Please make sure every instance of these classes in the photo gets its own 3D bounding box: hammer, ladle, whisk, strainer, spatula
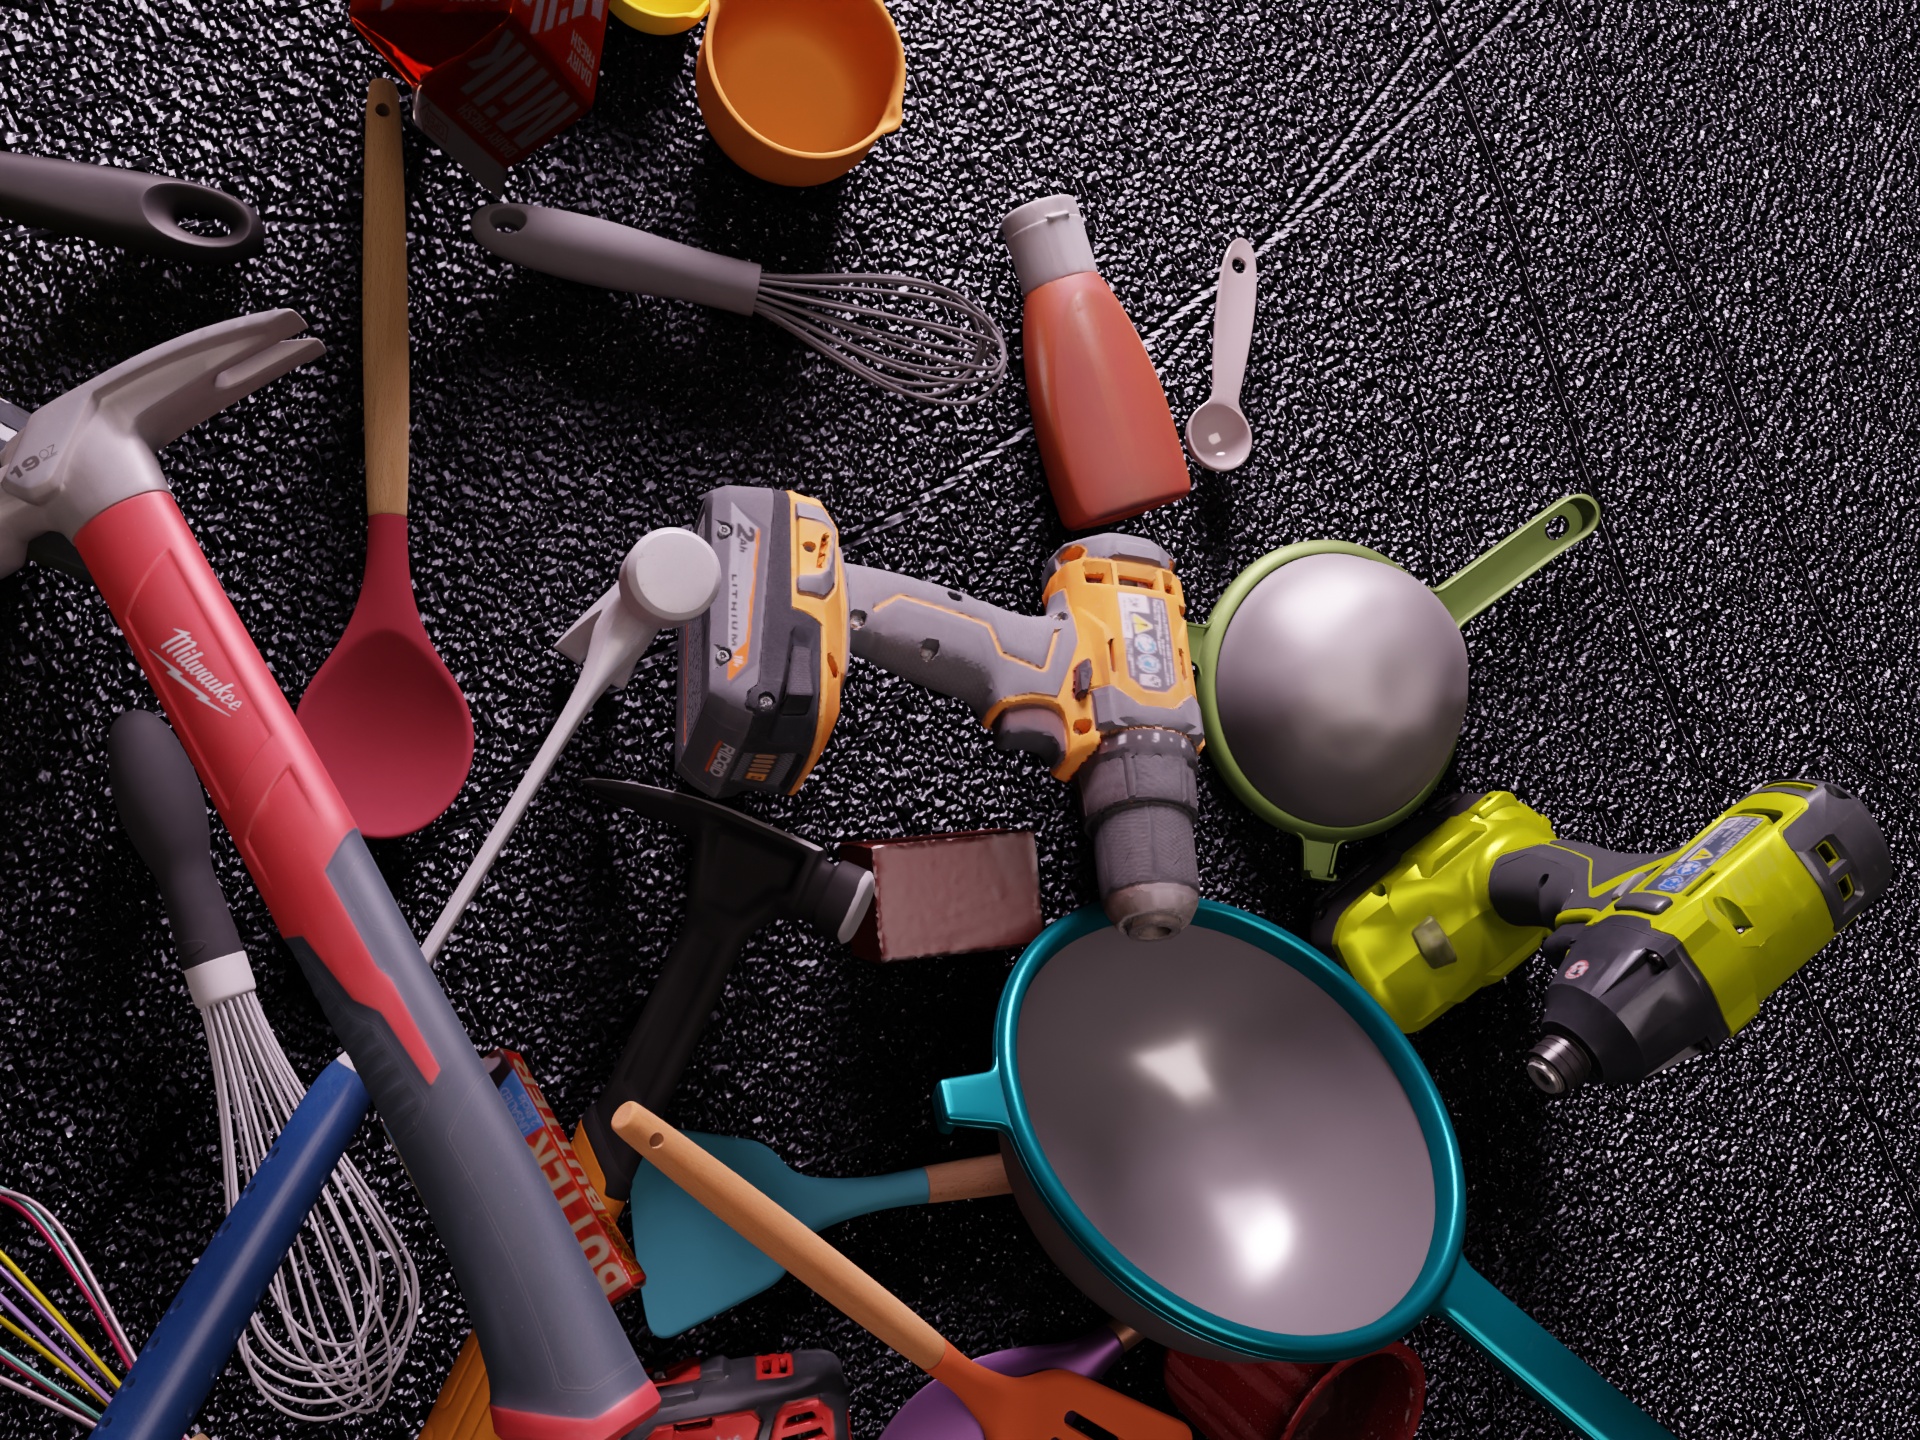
[{"bbox_3d":[-0.191,0.045,0.511,0.143,0.038,0.386,-32,78,-7],"label":"hammer"},{"bbox_3d":[-0.236,-0.109,0.651,0.069,0.031,0.315,0,85,-21],"label":"ladle"},{"bbox_3d":[-0.416,-0.211,0.584,0.295,0.073,0.073,7,85,-24],"label":"whisk"},{"bbox_3d":[0.147,0.223,0.663,0.340,0.095,0.211,39,42,11],"label":"strainer"},{"bbox_3d":[0.090,0.268,0.736,0.316,0.018,0.060,-30,81,-20],"label":"spatula"},{"bbox_3d":[-0.274,0.130,0.611,0.070,0.070,0.284,-19,88,-18],"label":"whisk"},{"bbox_3d":[-0.092,-0.185,0.695,0.239,0.055,0.055,11,84,-13],"label":"whisk"},{"bbox_3d":[-0.208,0.114,0.567,0.035,0.144,0.406,32,72,-16],"label":"hammer"},{"bbox_3d":[-0.296,0.250,0.572,0.245,0.051,0.047,40,99,7],"label":"whisk"},{"bbox_3d":[-0.156,0.189,0.620,0.127,0.034,0.337,21,75,8],"label":"hammer"},{"bbox_3d":[0.236,-0.044,0.779,0.256,0.069,0.151,-34,97,-15],"label":"strainer"},{"bbox_3d":[0.012,0.204,0.706,0.317,0.044,0.082,-3,70,-20],"label":"spatula"},{"bbox_3d":[-0.021,0.248,0.645,0.322,0.041,0.081,47,69,-28],"label":"spatula"}]

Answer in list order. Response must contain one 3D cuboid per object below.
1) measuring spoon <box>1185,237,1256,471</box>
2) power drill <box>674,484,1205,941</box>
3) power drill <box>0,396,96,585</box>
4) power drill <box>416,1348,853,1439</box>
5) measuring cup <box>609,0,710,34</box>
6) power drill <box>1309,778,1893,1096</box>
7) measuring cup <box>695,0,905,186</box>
[{"bbox_3d":[0.130,-0.179,0.784,0.034,0.018,0.124,13,76,-17],"label":"measuring spoon"},{"bbox_3d":[-0.001,-0.002,0.668,0.226,0.084,0.186,7,59,-19],"label":"power drill"},{"bbox_3d":[-0.414,-0.028,0.563,0.190,0.080,0.228,25,77,-15],"label":"power drill"},{"bbox_3d":[-0.128,0.376,0.635,0.188,0.080,0.227,-5,85,-11],"label":"power drill"},{"bbox_3d":[-0.095,-0.356,0.712,0.156,0.029,0.062,-34,98,-19],"label":"measuring cup"},{"bbox_3d":[0.259,0.092,0.698,0.171,0.223,0.080,-34,97,-17],"label":"power drill"},{"bbox_3d":[-0.054,-0.317,0.710,0.095,0.052,0.174,31,76,-14],"label":"measuring cup"}]
